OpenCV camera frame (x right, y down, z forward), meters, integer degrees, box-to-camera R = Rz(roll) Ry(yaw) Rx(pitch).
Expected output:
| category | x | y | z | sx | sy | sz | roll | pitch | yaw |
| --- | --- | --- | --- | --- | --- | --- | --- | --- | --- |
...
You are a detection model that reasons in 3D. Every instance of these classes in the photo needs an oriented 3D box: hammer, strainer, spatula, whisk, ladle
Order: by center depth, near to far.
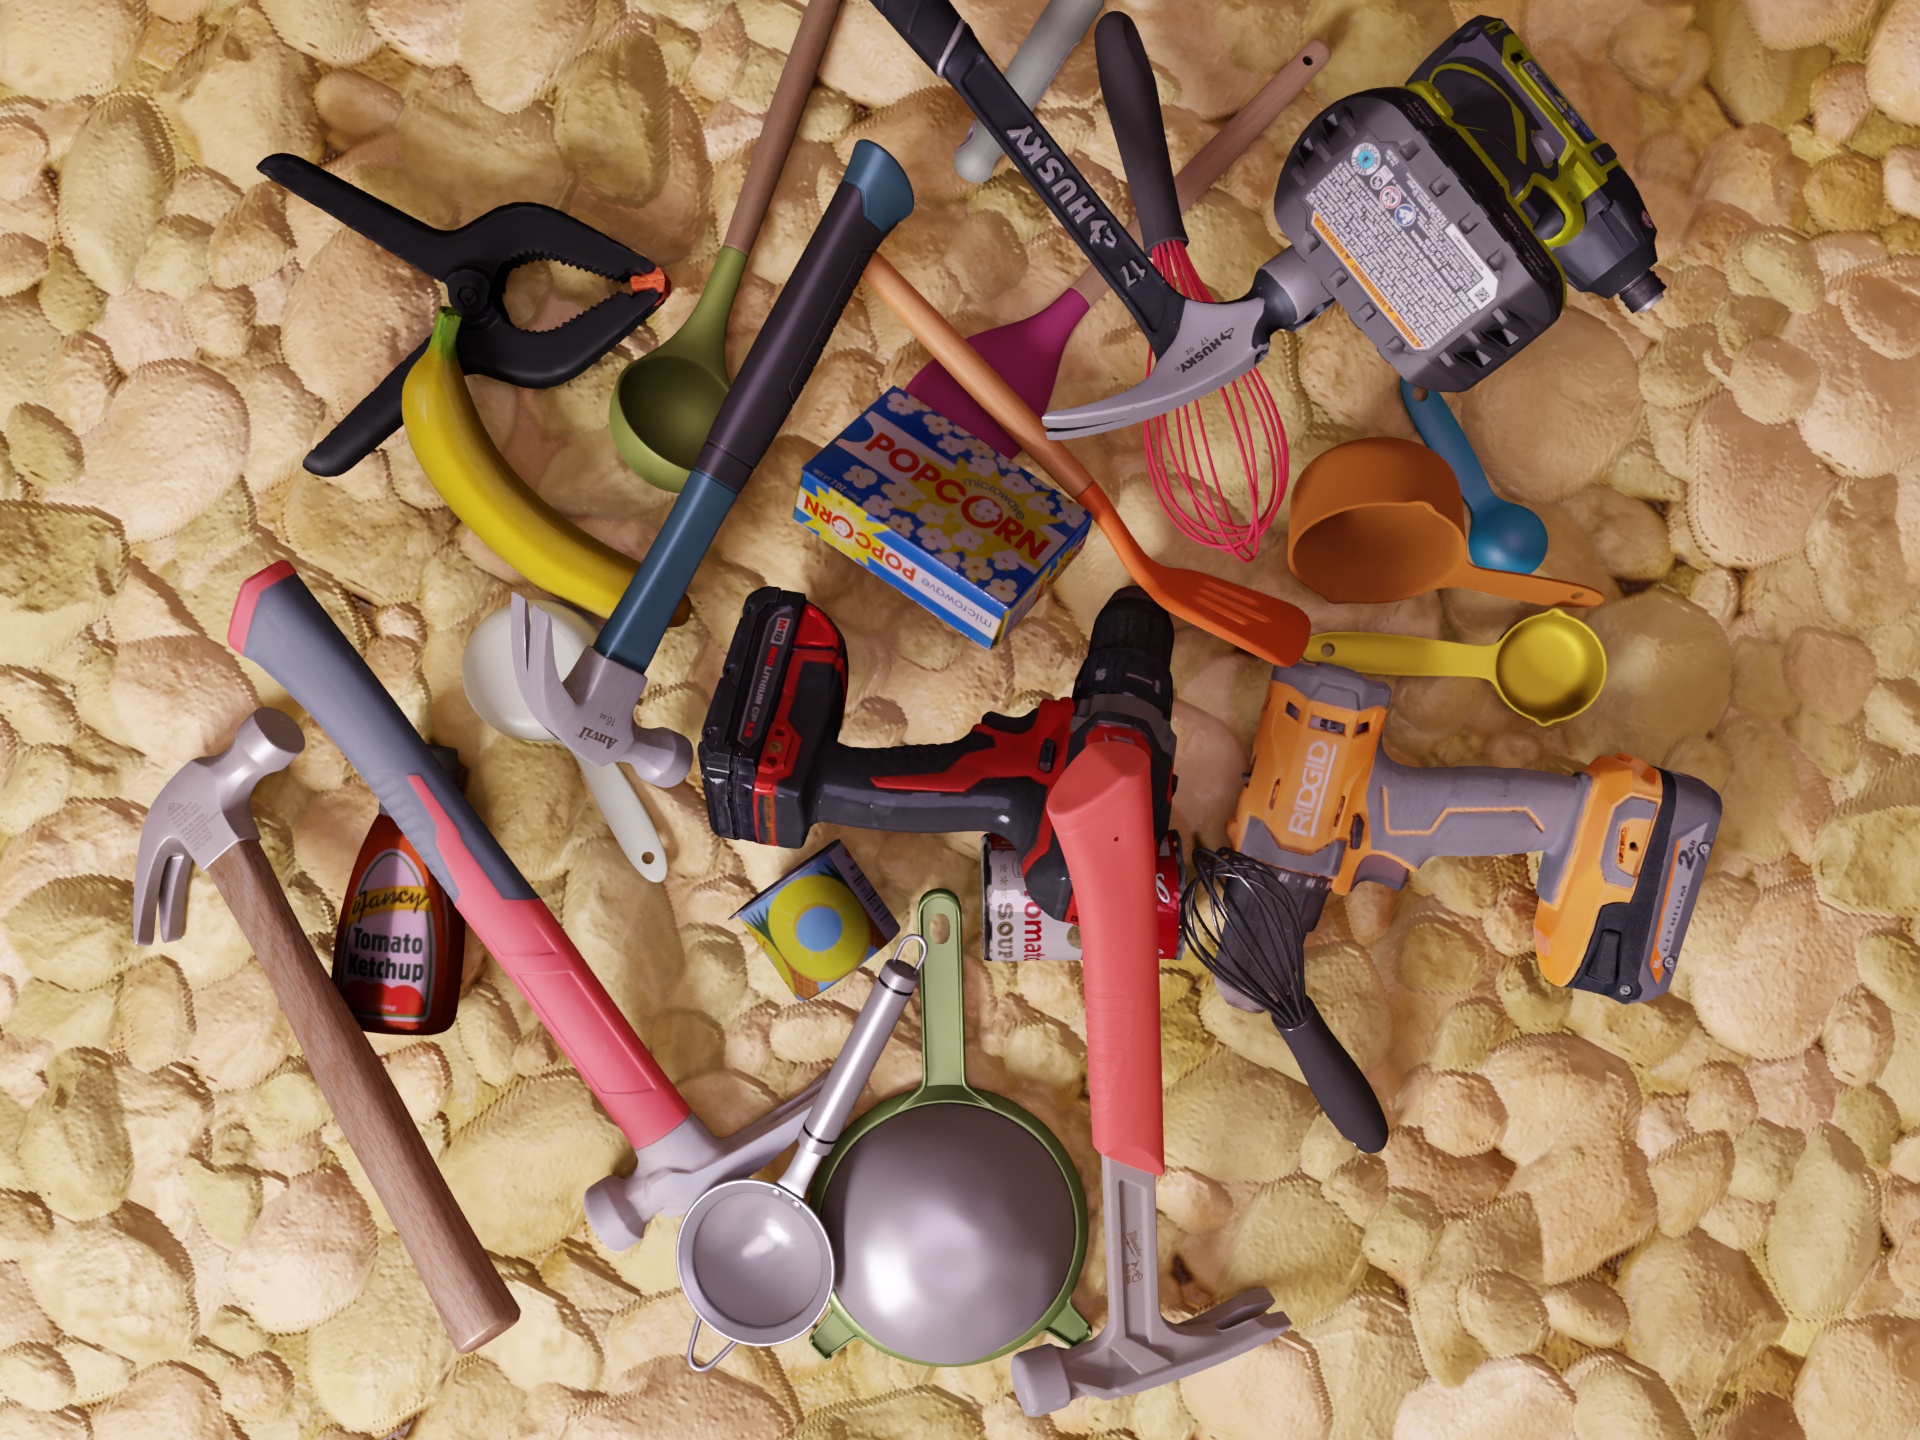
| category | x | y | z | sx | sy | sz | roll | pitch | yaw |
| --- | --- | --- | --- | --- | --- | --- | --- | --- | --- |
| hammer | 0.087 | 0.175 | 0.751 | 0.149 | 0.037 | 0.358 | -12 | 116 | -16 |
| hammer | -0.113 | -0.130 | 0.783 | 0.033 | 0.128 | 0.331 | 28 | 90 | 39 |
| whisk | 0.167 | 0.145 | 0.786 | 0.055 | 0.055 | 0.238 | -35 | 123 | 0 |
| hammer | 0.003 | -0.317 | 0.793 | 0.149 | 0.036 | 0.409 | -36 | 77 | 1 |
| hammer | -0.315 | 0.162 | 0.793 | 0.130 | 0.031 | 0.331 | -38 | 75 | 14 |
| hammer | -0.220 | 0.081 | 0.797 | 0.143 | 0.038 | 0.386 | -32 | 103 | -1 |
| strainer | -0.073 | 0.216 | 0.802 | 0.087 | 0.050 | 0.258 | 29 | 105 | 11 |
| whisk | 0.109 | -0.222 | 0.808 | 0.073 | 0.073 | 0.296 | -12 | 84 | -1 |
| strainer | -0.008 | 0.218 | 0.820 | 0.151 | 0.069 | 0.256 | -1 | 92 | 0 |
| spatula | 0.054 | -0.143 | 0.820 | 0.322 | 0.081 | 0.041 | 46 | 120 | -3 |
| ladle | -0.104 | -0.270 | 0.827 | 0.078 | 0.062 | 0.320 | 21 | 86 | -28 |
| whisk | 0.070 | -0.389 | 0.833 | 0.059 | 0.058 | 0.246 | 32 | 95 | -21 |

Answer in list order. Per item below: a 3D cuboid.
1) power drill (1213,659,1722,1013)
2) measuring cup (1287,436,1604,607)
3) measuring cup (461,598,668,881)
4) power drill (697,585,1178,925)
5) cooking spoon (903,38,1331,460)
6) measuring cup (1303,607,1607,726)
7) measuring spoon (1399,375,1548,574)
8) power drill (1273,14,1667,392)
| category | x | y | z | sx | sy | sz | roll | pitch | yaw |
| --- | --- | --- | --- | --- | --- | --- | --- | --- | --- |
| power drill | 0.247 | 0.081 | 0.819 | 0.226 | 0.084 | 0.185 | 14 | 96 | 4 |
| measuring cup | 0.252 | -0.097 | 0.821 | 0.173 | 0.095 | 0.052 | 11 | 61 | -12 |
| measuring cup | -0.201 | 0.012 | 0.833 | 0.083 | 0.038 | 0.167 | -30 | 88 | 0 |
| power drill | -0.001 | -0.003 | 0.798 | 0.226 | 0.080 | 0.188 | 11 | 58 | 4 |
| cooking spoon | 0.081 | -0.244 | 0.845 | 0.069 | 0.017 | 0.319 | 44 | 91 | -1 |
| measuring cup | 0.261 | -0.033 | 0.850 | 0.156 | 0.029 | 0.062 | 5 | 94 | 11 |
| measuring spoon | 0.271 | -0.132 | 0.845 | 0.042 | 0.021 | 0.128 | -32 | 92 | 0 |
| power drill | 0.258 | -0.246 | 0.764 | 0.171 | 0.080 | 0.223 | 52 | 46 | 1 |
